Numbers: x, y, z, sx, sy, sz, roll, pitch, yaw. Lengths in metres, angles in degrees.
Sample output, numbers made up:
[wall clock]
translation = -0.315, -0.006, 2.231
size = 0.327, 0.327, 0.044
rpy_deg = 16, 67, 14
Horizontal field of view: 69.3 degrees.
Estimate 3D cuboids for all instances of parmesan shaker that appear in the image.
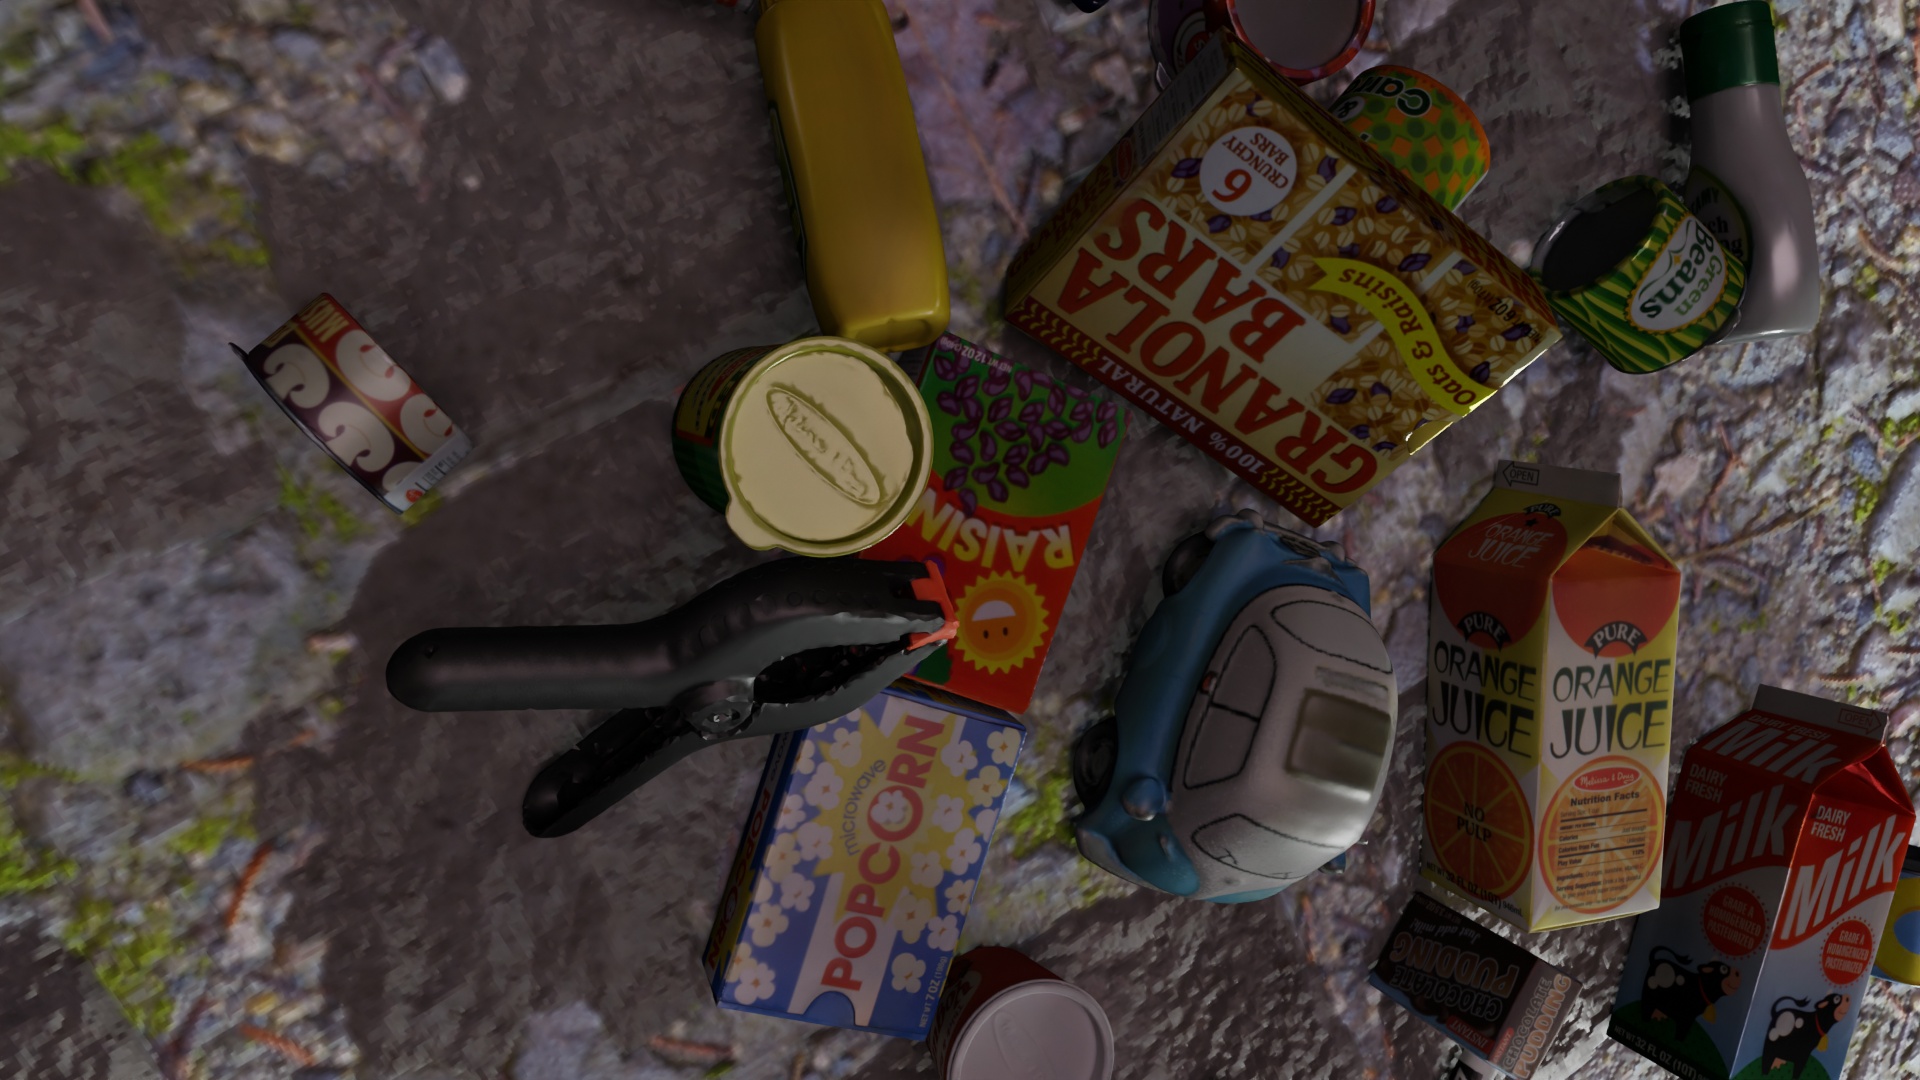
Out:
[parmesan shaker]
translation = -0.059, -0.032, 0.462
size = 0.071, 0.103, 0.071
rpy_deg = -2, 97, -20

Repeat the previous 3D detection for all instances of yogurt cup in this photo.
[yogurt cup]
translation = 0.019, 0.195, 0.543
size = 0.072, 0.054, 0.072
rpy_deg = -3, 97, -20

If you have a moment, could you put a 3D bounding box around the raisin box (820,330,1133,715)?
[raisin box]
translation = 0.002, -0.007, 0.522
size = 0.086, 0.040, 0.123
rpy_deg = 20, 88, -21

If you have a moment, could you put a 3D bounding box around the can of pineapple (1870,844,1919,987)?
[can of pineapple]
translation = 0.478, 0.188, 0.705
size = 0.071, 0.071, 0.057
rpy_deg = 5, 96, -21

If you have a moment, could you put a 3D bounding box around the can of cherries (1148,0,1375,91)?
[can of cherries]
translation = 0.113, -0.201, 0.531
size = 0.071, 0.058, 0.071
rpy_deg = -2, 97, -20

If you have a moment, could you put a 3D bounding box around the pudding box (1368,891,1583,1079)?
[pudding box]
translation = 0.221, 0.192, 0.603
size = 0.030, 0.084, 0.049
rpy_deg = 32, 86, -18

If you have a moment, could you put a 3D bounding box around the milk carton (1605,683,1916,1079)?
[milk carton]
translation = 0.387, 0.167, 0.667
size = 0.073, 0.072, 0.190
rpy_deg = 15, 91, -21

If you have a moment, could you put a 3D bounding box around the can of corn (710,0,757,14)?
[can of corn]
translation = -0.088, -0.216, 0.451
size = 0.058, 0.071, 0.071
rpy_deg = 12, 92, -21

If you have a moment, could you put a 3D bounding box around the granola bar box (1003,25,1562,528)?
[granola bar box]
translation = 0.118, -0.089, 0.519
size = 0.165, 0.039, 0.123
rpy_deg = 31, 127, -21

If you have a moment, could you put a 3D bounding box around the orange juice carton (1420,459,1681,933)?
[orange juice carton]
translation = 0.256, 0.063, 0.607
size = 0.073, 0.072, 0.192
rpy_deg = -3, 97, -20

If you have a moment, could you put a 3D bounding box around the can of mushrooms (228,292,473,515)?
[can of mushrooms]
translation = -0.188, -0.044, 0.433
size = 0.033, 0.071, 0.071
rpy_deg = -44, 109, -11

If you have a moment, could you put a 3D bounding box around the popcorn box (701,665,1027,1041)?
[popcorn box]
translation = -0.036, 0.115, 0.523
size = 0.085, 0.038, 0.126
rpy_deg = 18, 89, -22

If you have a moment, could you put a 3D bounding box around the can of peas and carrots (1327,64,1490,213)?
[can of peas and carrots]
translation = 0.164, -0.146, 0.551
size = 0.071, 0.071, 0.059
rpy_deg = 45, 80, -19

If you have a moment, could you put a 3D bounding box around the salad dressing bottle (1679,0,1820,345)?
[salad dressing bottle]
translation = 0.351, -0.164, 0.625
size = 0.044, 0.064, 0.147
rpy_deg = -6, 90, 0

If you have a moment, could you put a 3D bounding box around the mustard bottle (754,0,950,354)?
[mustard bottle]
translation = -0.041, -0.145, 0.477
size = 0.049, 0.065, 0.160
rpy_deg = -12, 83, -5

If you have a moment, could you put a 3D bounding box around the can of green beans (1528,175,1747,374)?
[can of green beans]
translation = 0.292, -0.115, 0.603
size = 0.058, 0.071, 0.071
rpy_deg = 35, 84, -20
